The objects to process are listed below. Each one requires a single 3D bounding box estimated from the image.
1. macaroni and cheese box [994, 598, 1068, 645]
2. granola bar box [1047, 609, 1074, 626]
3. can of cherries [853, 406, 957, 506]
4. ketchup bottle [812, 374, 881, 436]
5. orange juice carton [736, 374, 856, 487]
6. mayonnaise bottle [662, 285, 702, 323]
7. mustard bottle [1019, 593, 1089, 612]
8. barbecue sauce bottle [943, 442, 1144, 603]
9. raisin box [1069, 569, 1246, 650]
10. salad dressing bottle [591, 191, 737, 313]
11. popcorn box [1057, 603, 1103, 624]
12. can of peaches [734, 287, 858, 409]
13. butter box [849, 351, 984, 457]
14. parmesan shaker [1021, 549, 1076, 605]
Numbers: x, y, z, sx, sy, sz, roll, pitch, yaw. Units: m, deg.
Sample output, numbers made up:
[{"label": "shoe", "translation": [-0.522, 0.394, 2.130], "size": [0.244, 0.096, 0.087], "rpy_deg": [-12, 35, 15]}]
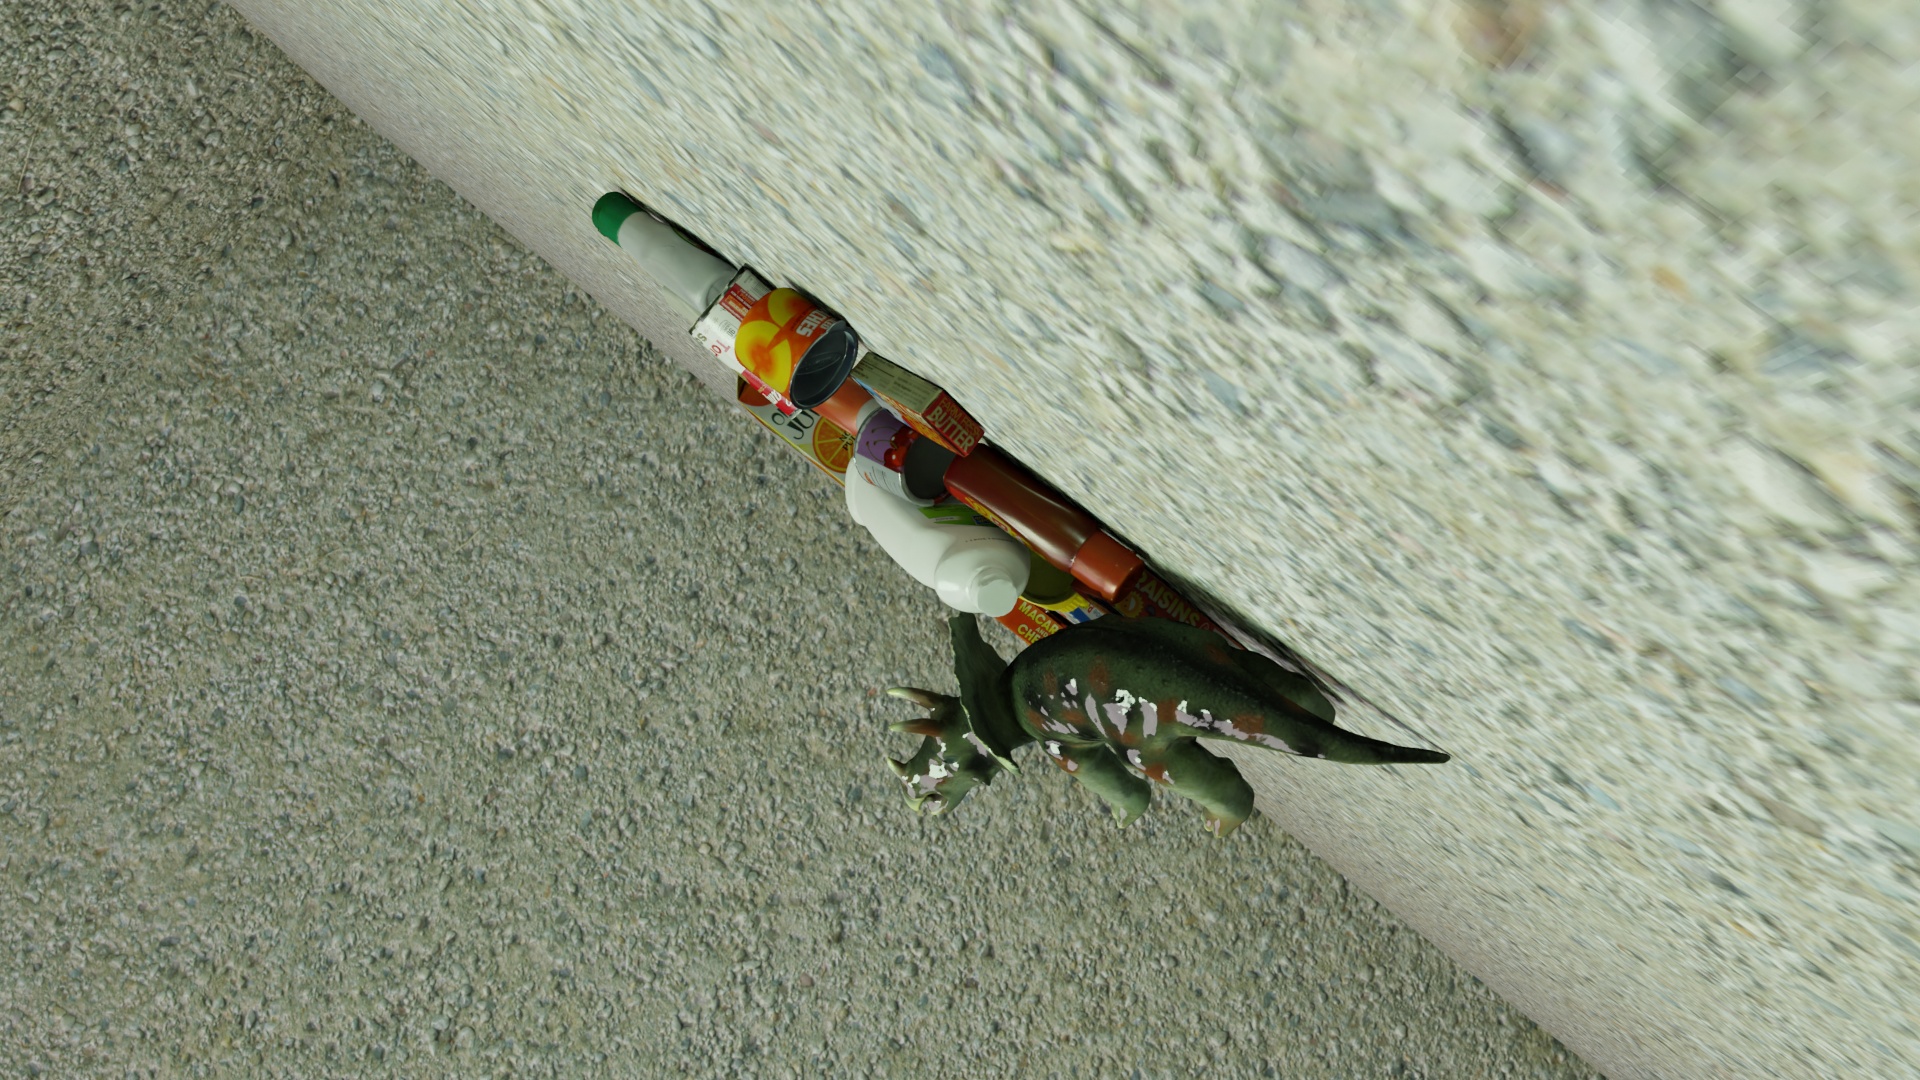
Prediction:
[{"label": "macaroni and cheese box", "translation": [0.115, 0.120, 1.479], "size": [0.124, 0.040, 0.166], "rpy_deg": [37, 177, 30]}, {"label": "granola bar box", "translation": [0.168, 0.108, 1.448], "size": [0.166, 0.039, 0.124], "rpy_deg": [35, 176, 38]}, {"label": "can of cherries", "translation": [-0.035, -0.066, 1.034], "size": [0.058, 0.071, 0.071], "rpy_deg": [25, 168, 46]}, {"label": "ketchup bottle", "translation": [-0.093, -0.115, 1.164], "size": [0.149, 0.043, 0.064], "rpy_deg": [34, 175, 44]}, {"label": "orange juice carton", "translation": [-0.142, -0.121, 1.335], "size": [0.193, 0.073, 0.071], "rpy_deg": [37, 176, 15]}, {"label": "mayonnaise bottle", "translation": [-0.205, -0.195, 1.277], "size": [0.148, 0.041, 0.064], "rpy_deg": [35, 177, 19]}, {"label": "mustard bottle", "translation": [0.069, 0.026, 1.231], "size": [0.160, 0.065, 0.049], "rpy_deg": [33, -176, -38]}, {"label": "barbecue sauce bottle", "translation": [0.059, -0.012, 0.967], "size": [0.149, 0.043, 0.065], "rpy_deg": [36, -175, 22]}, {"label": "raisin box", "translation": [0.150, 0.060, 1.035], "size": [0.123, 0.040, 0.086], "rpy_deg": [38, 177, -14]}, {"label": "salad dressing bottle", "translation": [-0.239, -0.233, 1.120], "size": [0.148, 0.044, 0.064], "rpy_deg": [37, 178, 25]}, {"label": "popcorn box", "translation": [0.094, 0.042, 1.352], "size": [0.085, 0.038, 0.126], "rpy_deg": [36, 176, 36]}, {"label": "can of peaches", "translation": [-0.113, -0.135, 0.959], "size": [0.058, 0.071, 0.071], "rpy_deg": [37, 176, 22]}, {"label": "butter box", "translation": [-0.031, -0.095, 0.964], "size": [0.053, 0.024, 0.104], "rpy_deg": [42, 175, -40]}, {"label": "parmesan shaker", "translation": [0.057, 0.009, 1.116], "size": [0.071, 0.071, 0.103], "rpy_deg": [39, 177, -14]}]
